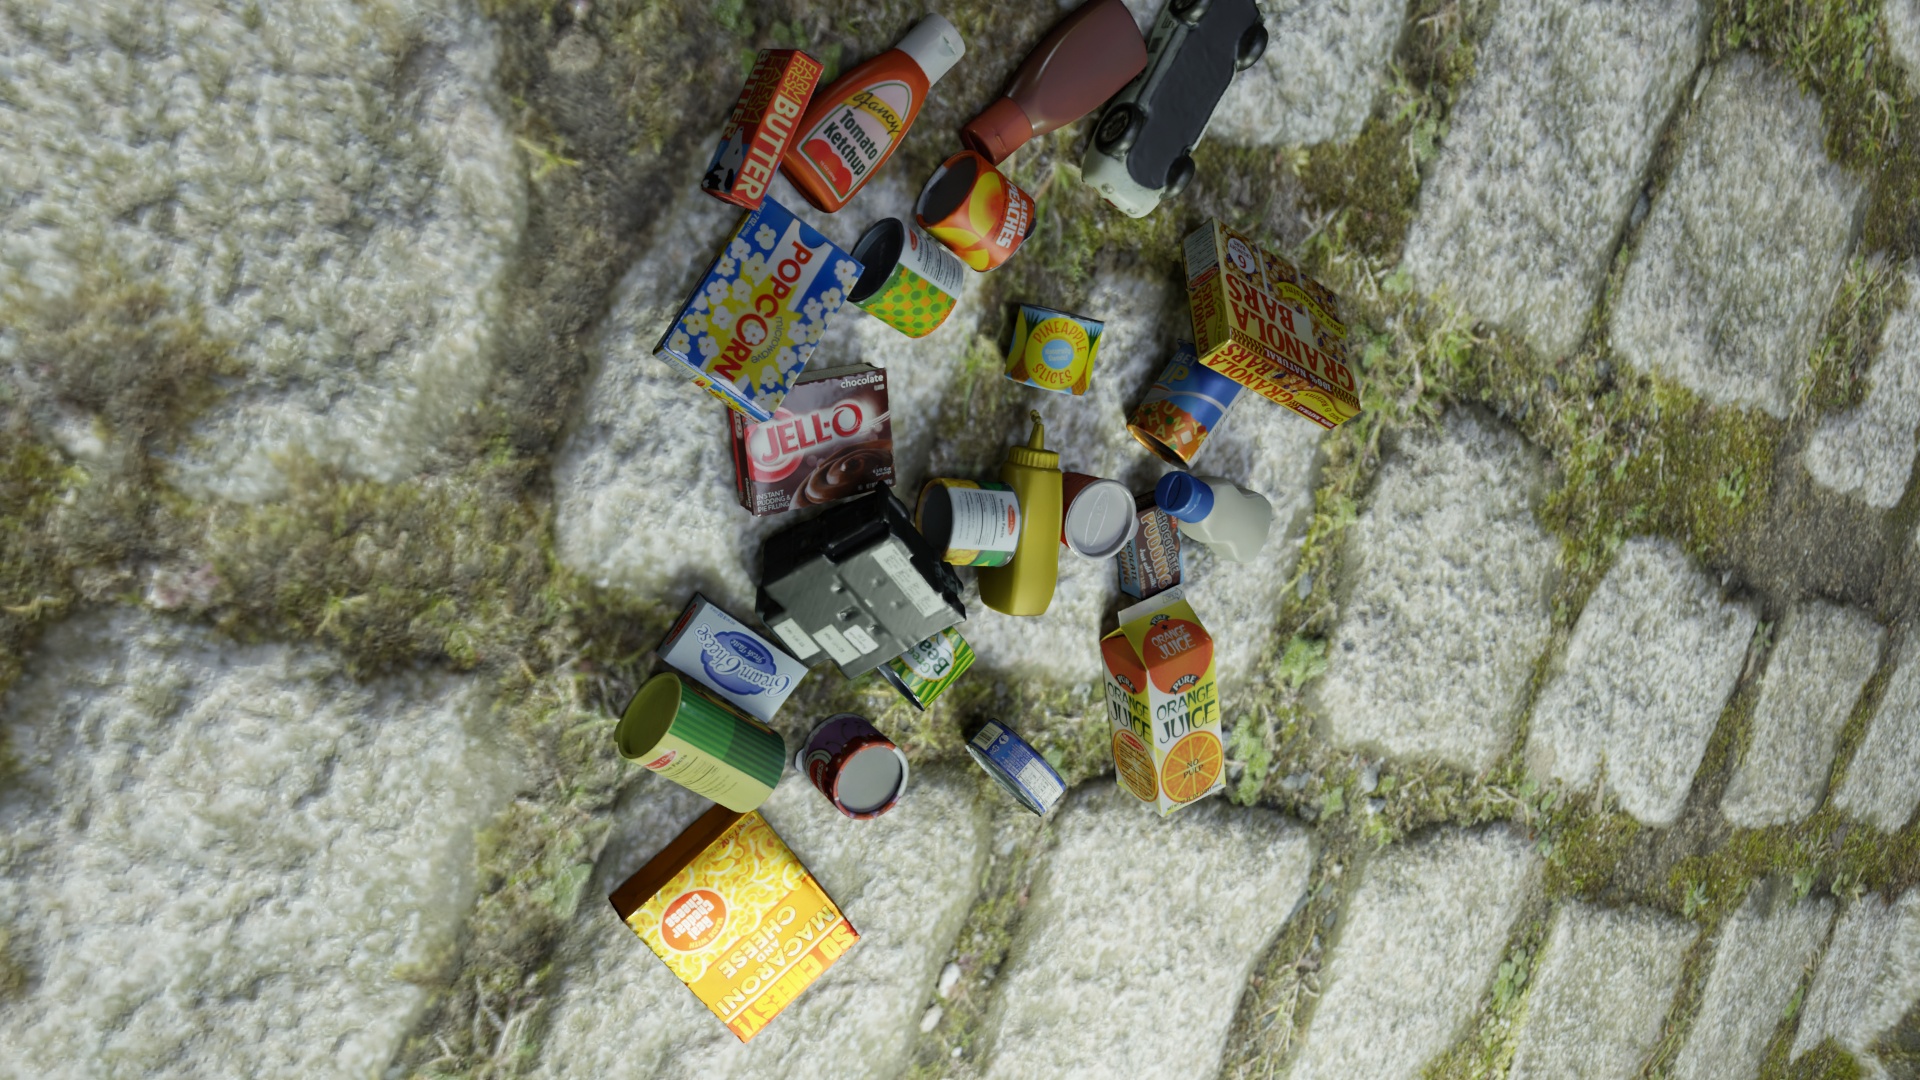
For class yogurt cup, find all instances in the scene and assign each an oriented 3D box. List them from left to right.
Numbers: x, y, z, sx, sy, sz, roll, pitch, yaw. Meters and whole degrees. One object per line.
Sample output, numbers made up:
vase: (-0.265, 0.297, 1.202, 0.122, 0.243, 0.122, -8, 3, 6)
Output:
yogurt cup: (0.099, -0.023, 1.121, 0.072, 0.054, 0.072, -11, 112, -28)

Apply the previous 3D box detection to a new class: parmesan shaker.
parmesan shaker: (-0.186, 0.147, 0.998, 0.103, 0.071, 0.071, 37, 86, -36)

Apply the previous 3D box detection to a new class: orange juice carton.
orange juice carton: (0.175, 0.134, 1.210, 0.072, 0.073, 0.191, -20, 115, -24)

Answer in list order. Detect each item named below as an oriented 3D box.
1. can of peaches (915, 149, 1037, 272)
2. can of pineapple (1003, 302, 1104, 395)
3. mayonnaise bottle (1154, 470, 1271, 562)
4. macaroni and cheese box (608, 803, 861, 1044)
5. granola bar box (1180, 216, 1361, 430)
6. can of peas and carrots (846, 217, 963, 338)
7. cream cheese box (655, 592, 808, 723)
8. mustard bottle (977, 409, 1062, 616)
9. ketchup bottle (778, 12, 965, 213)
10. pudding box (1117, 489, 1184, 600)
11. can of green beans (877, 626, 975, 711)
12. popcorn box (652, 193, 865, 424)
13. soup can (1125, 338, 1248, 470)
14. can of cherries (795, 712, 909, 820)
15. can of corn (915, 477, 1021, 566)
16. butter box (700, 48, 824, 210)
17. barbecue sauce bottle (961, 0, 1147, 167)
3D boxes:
can of peaches: (0.012, -0.234, 0.984, 0.058, 0.071, 0.071, 32, 88, -34)
can of pineapple: (0.071, -0.145, 1.052, 0.071, 0.071, 0.057, 5, 104, -33)
mayonnaise bottle: (0.214, -0.024, 1.175, 0.148, 0.041, 0.065, 20, 87, -52)
macaroni and cheese box: (-0.170, 0.290, 1.070, 0.124, 0.040, 0.166, -40, 122, -14)
granola bar box: (0.253, -0.174, 1.132, 0.165, 0.039, 0.125, 21, 54, -35)
can of peas and carrots: (-0.042, -0.182, 0.974, 0.058, 0.071, 0.071, 27, 91, -36)
cream cheese box: (-0.166, 0.087, 1.013, 0.103, 0.024, 0.053, 39, 86, -35)
mustard bottle: (0.052, -0.023, 1.087, 0.049, 0.065, 0.160, 3, 101, -32)
ketchup bottle: (-0.059, -0.293, 0.937, 0.149, 0.043, 0.064, -48, 126, -10)
pudding box: (0.161, 0.004, 1.182, 0.050, 0.030, 0.083, -21, 116, -26)
can of green beans: (-0.031, 0.088, 1.071, 0.058, 0.071, 0.071, -44, 124, -12)
popcorn box: (-0.133, -0.152, 0.919, 0.085, 0.038, 0.127, 34, 77, -20)
soup can: (0.183, -0.111, 1.137, 0.071, 0.071, 0.084, 39, 85, -35)
can of cherries: (-0.084, 0.176, 1.073, 0.072, 0.058, 0.071, -11, 112, -29)
can of corn: (0.004, -0.013, 1.059, 0.058, 0.071, 0.071, 3, 105, -29)
butter box: (-0.129, -0.267, 0.897, 0.024, 0.053, 0.103, 23, 93, -37)
barbecue sauce bottle: (0.066, -0.327, 1.003, 0.149, 0.044, 0.064, -42, 123, -12)
